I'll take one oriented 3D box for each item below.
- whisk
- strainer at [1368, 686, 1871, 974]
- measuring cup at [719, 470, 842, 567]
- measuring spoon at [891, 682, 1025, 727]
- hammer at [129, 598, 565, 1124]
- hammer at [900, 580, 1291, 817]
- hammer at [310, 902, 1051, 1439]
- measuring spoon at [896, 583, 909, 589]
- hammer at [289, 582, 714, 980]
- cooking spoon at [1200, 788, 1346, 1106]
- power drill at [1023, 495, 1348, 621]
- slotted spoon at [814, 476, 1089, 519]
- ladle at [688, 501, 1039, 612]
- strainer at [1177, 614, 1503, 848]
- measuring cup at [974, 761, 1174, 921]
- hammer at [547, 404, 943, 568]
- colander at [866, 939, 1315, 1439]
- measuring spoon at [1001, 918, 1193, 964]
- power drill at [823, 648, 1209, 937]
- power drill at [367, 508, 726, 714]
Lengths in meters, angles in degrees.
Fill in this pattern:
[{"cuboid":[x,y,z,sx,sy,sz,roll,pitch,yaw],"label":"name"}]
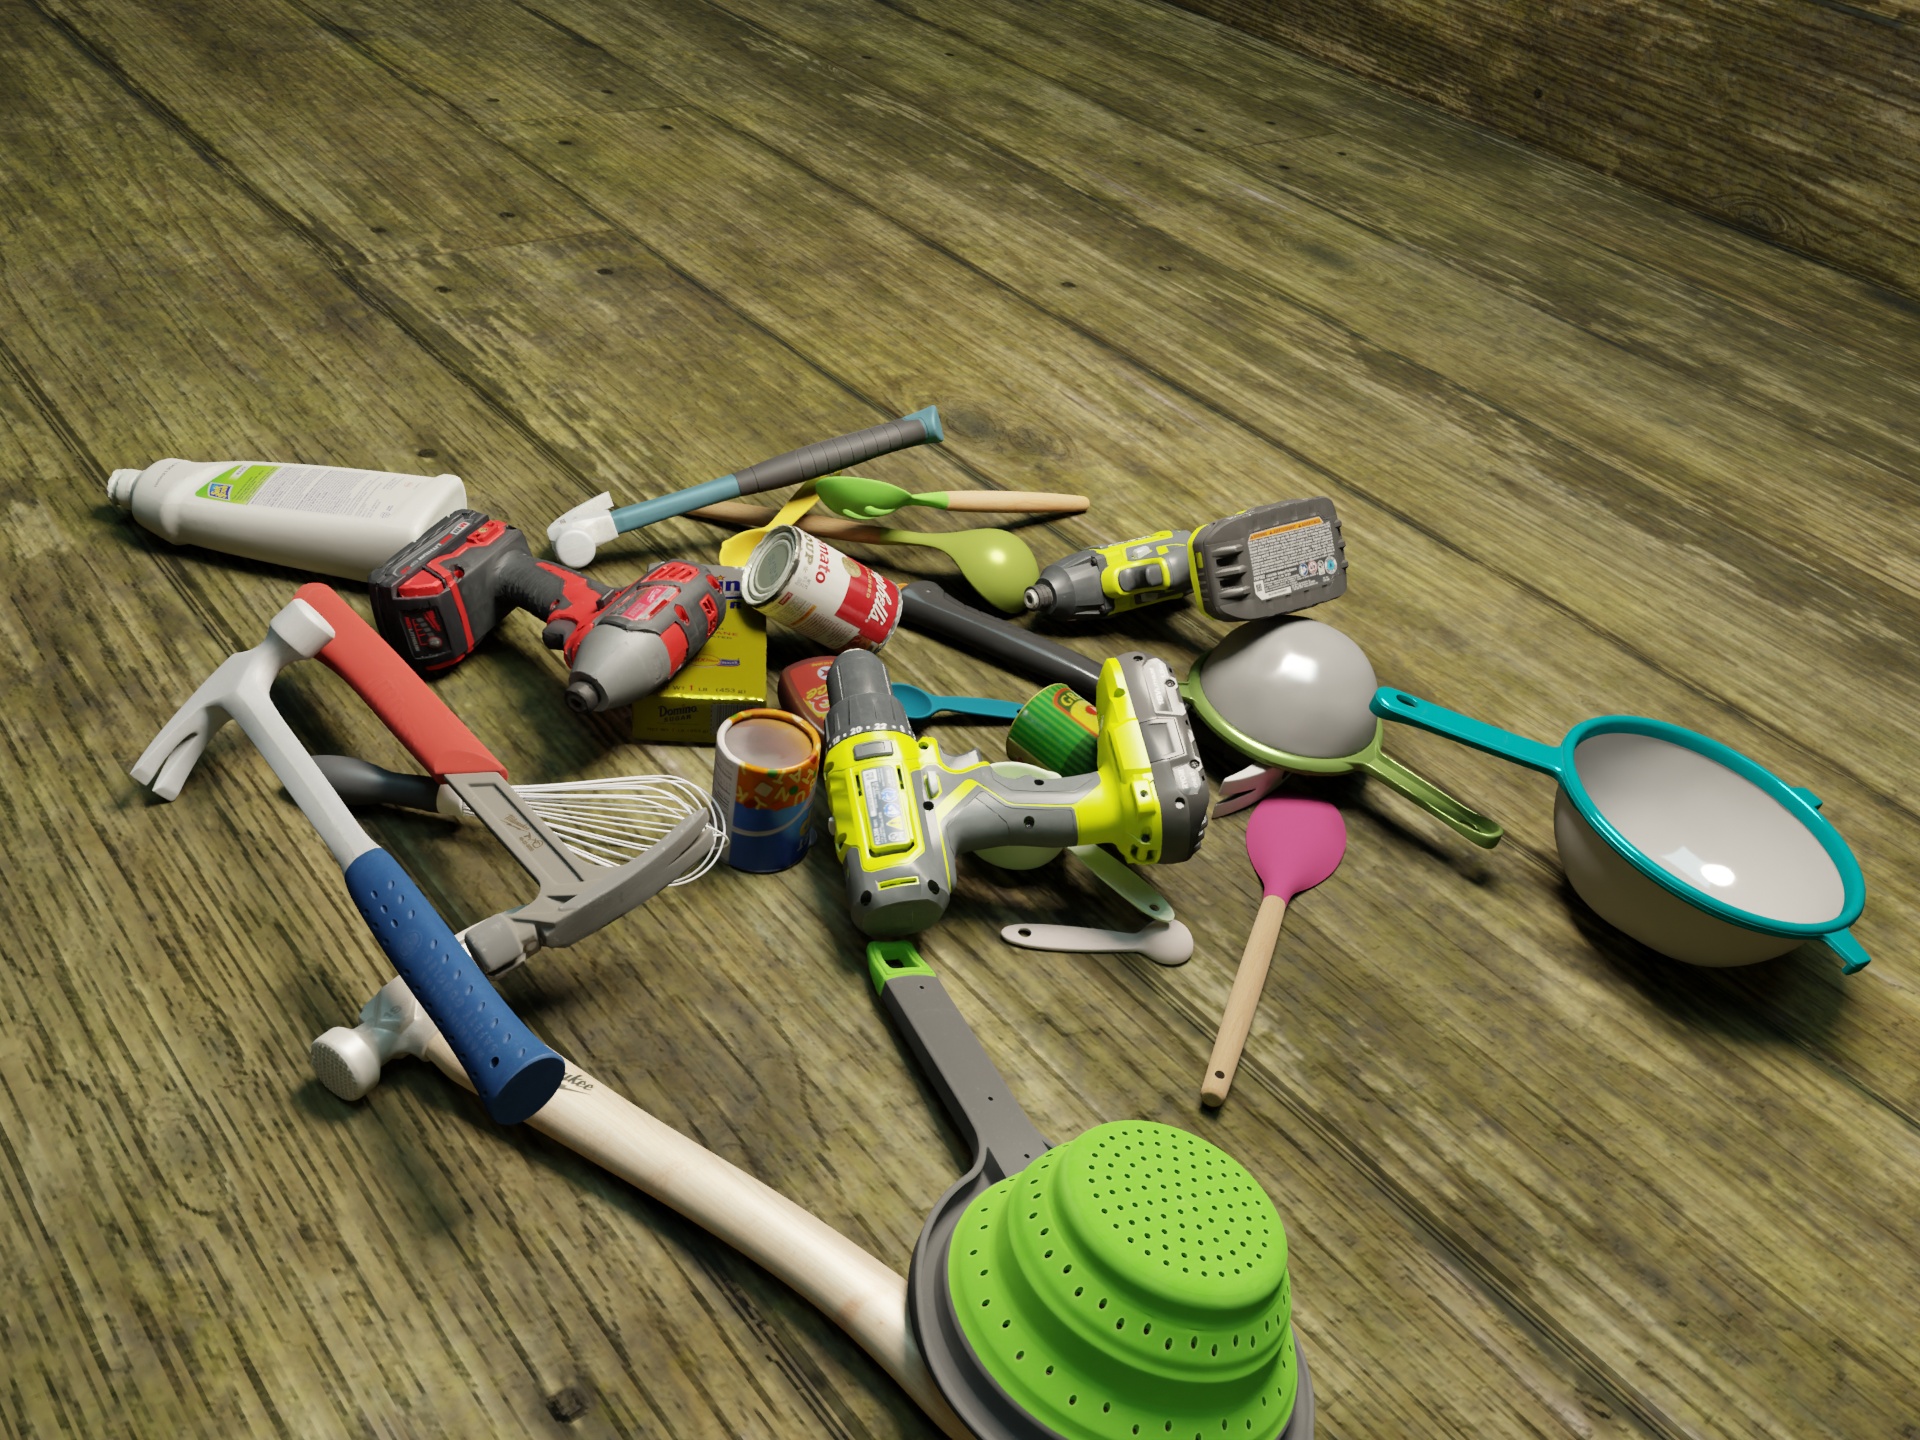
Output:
[{"cuboid":[-0.283,0.052,0.988,0.284,0.070,0.070,8,36,4],"label":"whisk"},{"cuboid":[0.429,0.074,1.087,0.340,0.095,0.211,21,36,4],"label":"strainer"},{"cuboid":[-0.137,-0.156,1.290,0.062,0.029,0.157,19,51,22],"label":"measuring cup"},{"cuboid":[-0.002,-0.004,1.168,0.128,0.021,0.042,5,35,-23],"label":"measuring spoon"},{"cuboid":[-0.336,0.079,0.876,0.144,0.035,0.406,-45,53,-8],"label":"hammer"},{"cuboid":[0.097,-0.030,1.207,0.335,0.035,0.146,24,38,17],"label":"hammer"},{"cuboid":[-0.129,0.229,0.808,0.411,0.038,0.146,27,38,20],"label":"hammer"},{"cuboid":[-0.089,-0.093,1.267,0.117,0.011,0.021,-12,34,-23],"label":"measuring spoon"},{"cuboid":[-0.309,0.009,0.973,0.149,0.036,0.359,-32,52,-27],"label":"hammer"},{"cuboid":[0.198,0.134,1.028,0.069,0.017,0.319,19,37,12],"label":"cooking spoon"},{"cuboid":[0.170,-0.115,1.230,0.171,0.080,0.223,-16,9,-34],"label":"power drill"},{"cuboid":[0.005,-0.185,1.339,0.070,0.031,0.313,-6,0,45],"label":"slotted spoon"},{"cuboid":[-0.091,-0.145,1.317,0.320,0.062,0.078,10,30,11],"label":"ladle"},{"cuboid":[0.283,-0.004,1.136,0.257,0.069,0.151,37,42,28],"label":"strainer"},{"cuboid":[0.069,0.090,1.041,0.168,0.038,0.083,37,45,25],"label":"measuring cup"},{"cuboid":[-0.166,-0.191,1.267,0.331,0.033,0.128,-20,20,-13],"label":"hammer"},{"cuboid":[0.050,0.212,0.801,0.204,0.094,0.398,2,31,-32],"label":"colander"},{"cuboid":[0.087,0.134,1.001,0.124,0.018,0.034,4,37,-8],"label":"measuring spoon"},{"cuboid":[0.026,0.027,1.005,0.228,0.080,0.191,-9,59,-6],"label":"power drill"},{"cuboid":[-0.285,-0.069,1.087,0.220,0.078,0.143,14,42,22],"label":"power drill"}]
